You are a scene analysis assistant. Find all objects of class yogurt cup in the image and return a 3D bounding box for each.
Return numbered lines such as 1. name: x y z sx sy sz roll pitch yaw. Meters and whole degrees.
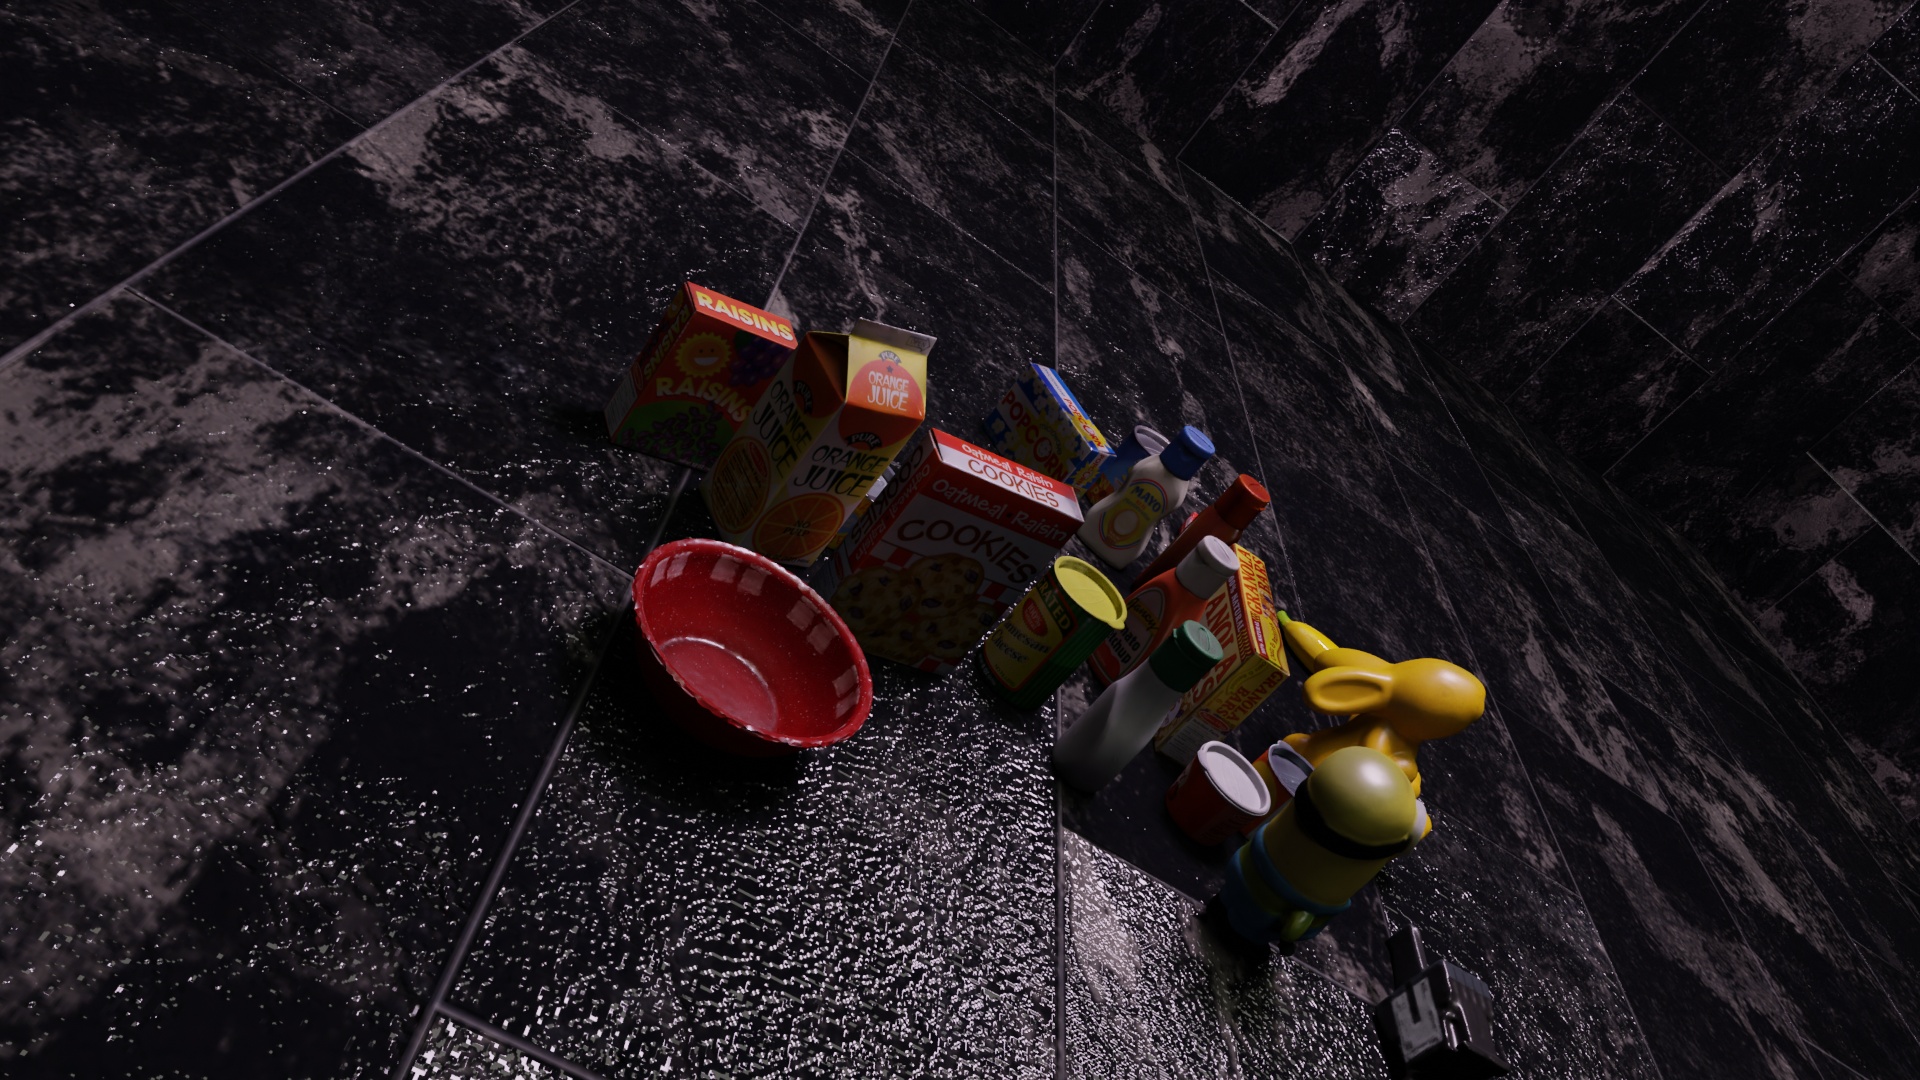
1. yogurt cup: 0.194 0.196 1.060 0.072 0.053 0.073 30 28 -18

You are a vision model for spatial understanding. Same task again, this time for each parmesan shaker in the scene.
1. parmesan shaker: 0.067 0.072 1.034 0.071 0.102 0.072 30 28 -18

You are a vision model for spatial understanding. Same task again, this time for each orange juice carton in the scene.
1. orange juice carton: -0.094 -0.074 0.953 0.072 0.192 0.073 10 39 -45

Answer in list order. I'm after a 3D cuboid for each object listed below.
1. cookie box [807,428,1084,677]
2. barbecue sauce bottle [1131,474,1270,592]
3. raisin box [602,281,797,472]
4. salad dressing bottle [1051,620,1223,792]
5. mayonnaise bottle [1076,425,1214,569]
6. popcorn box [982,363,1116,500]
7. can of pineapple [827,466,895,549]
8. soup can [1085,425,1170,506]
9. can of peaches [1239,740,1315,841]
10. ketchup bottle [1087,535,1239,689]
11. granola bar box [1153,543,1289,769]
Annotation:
1. cookie box: -0.015 0.012 0.951 0.123 0.166 0.040 21 32 -33
2. barbecue sauce bottle: 0.225 0.003 1.289 0.044 0.148 0.065 51 28 20
3. raisin box: -0.183 -0.113 0.977 0.086 0.123 0.040 18 34 -36
4. salad dressing bottle: 0.126 0.118 0.989 0.044 0.147 0.064 34 27 -12
5. mayonnaise bottle: 0.176 -0.043 1.297 0.065 0.147 0.041 41 26 2
6. popcorn box: 0.083 -0.097 1.332 0.038 0.085 0.127 10 39 -45
7. can of pineapple: -0.088 -0.033 1.048 0.071 0.057 0.071 30 28 -18
8. soup can: 0.176 -0.062 1.397 0.071 0.083 0.072 30 28 -18
9. can of peaches: 0.253 0.206 1.115 0.071 0.057 0.071 30 28 -18
10. ketchup bottle: 0.165 0.059 1.127 0.043 0.148 0.065 15 36 -40
11. granola bar box: 0.209 0.093 1.158 0.039 0.123 0.166 33 28 -14
